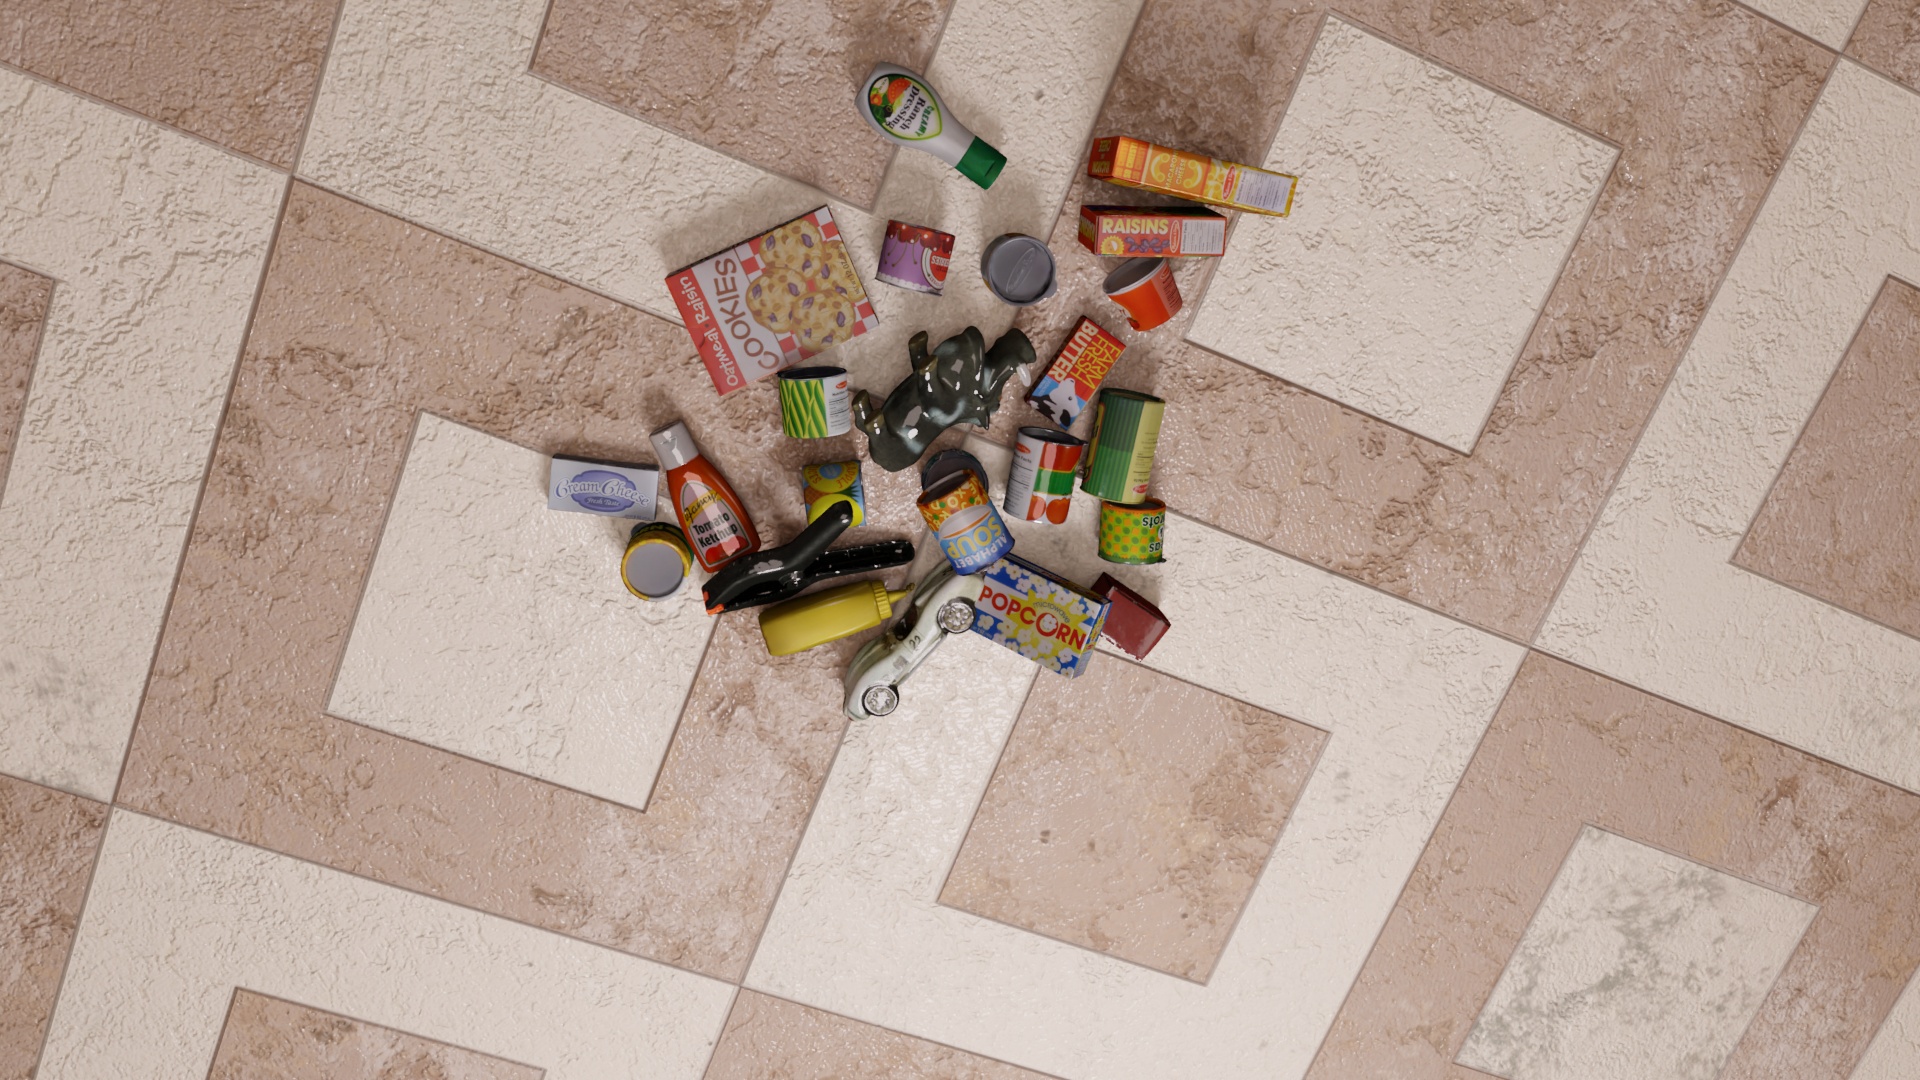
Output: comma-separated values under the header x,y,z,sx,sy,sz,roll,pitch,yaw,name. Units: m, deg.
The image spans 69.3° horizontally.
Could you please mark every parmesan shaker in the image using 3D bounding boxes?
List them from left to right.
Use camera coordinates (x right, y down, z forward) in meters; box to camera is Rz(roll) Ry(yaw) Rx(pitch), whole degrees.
x,y,z,sx,sy,sz,roll,pitch,yaw,name
0.162,-0.095,1.377,0.071,0.071,0.102,9,104,-8,parmesan shaker

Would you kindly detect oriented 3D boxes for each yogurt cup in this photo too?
x,y,z,sx,sy,sz,roll,pitch,yaw,name
0.178,-0.239,1.339,0.072,0.072,0.053,-32,115,4,yogurt cup

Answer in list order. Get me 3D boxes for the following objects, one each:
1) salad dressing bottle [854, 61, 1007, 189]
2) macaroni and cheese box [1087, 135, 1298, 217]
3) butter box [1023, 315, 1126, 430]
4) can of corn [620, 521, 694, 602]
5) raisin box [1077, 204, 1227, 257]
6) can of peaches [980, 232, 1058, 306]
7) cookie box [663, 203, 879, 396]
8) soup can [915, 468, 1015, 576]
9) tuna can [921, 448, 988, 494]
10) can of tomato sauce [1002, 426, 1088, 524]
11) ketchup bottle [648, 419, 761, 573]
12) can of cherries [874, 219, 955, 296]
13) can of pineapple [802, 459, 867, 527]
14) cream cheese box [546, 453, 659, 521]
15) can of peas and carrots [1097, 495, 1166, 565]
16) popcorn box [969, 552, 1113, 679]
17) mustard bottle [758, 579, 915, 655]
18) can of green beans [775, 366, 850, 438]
x,y,z,sx,sy,sz,roll,pitch,yaw,name
-0.026,-0.382,1.286,0.147,0.044,0.064,32,102,-14,salad dressing bottle
0.210,-0.335,1.282,0.166,0.124,0.040,10,104,-8,macaroni and cheese box
0.113,-0.165,1.372,0.053,0.024,0.103,32,100,-14,butter box
-0.299,0.019,1.362,0.071,0.058,0.071,-2,106,-6,can of corn
0.180,-0.292,1.311,0.123,0.086,0.040,0,111,-6,raisin box
0.056,-0.257,1.323,0.071,0.058,0.071,-2,106,-6,can of peaches
-0.177,-0.227,1.315,0.167,0.040,0.122,-24,107,1,cookie box
0.005,-0.017,1.342,0.071,0.071,0.083,-30,107,3,soup can
-0.007,-0.059,1.384,0.071,0.033,0.071,-2,106,-6,tuna can
0.083,-0.064,1.376,0.071,0.071,0.082,9,105,-8,can of tomato sauce
-0.254,-0.045,1.357,0.065,0.043,0.148,-25,106,2,ketchup bottle
-0.040,-0.265,1.304,0.071,0.071,0.058,13,103,-9,can of cherries
-0.123,-0.045,1.358,0.058,0.071,0.070,-6,106,-4,can of pineapple
-0.348,-0.052,1.355,0.104,0.024,0.053,6,104,-8,cream cheese box
0.175,-0.011,1.398,0.071,0.071,0.058,0,105,-6,can of peas and carrots
0.078,0.074,1.399,0.127,0.038,0.085,25,103,20,popcorn box
-0.121,0.072,1.395,0.160,0.065,0.048,-16,103,-6,mustard bottle
-0.140,-0.133,1.333,0.071,0.071,0.057,-5,107,-5,can of green beans
